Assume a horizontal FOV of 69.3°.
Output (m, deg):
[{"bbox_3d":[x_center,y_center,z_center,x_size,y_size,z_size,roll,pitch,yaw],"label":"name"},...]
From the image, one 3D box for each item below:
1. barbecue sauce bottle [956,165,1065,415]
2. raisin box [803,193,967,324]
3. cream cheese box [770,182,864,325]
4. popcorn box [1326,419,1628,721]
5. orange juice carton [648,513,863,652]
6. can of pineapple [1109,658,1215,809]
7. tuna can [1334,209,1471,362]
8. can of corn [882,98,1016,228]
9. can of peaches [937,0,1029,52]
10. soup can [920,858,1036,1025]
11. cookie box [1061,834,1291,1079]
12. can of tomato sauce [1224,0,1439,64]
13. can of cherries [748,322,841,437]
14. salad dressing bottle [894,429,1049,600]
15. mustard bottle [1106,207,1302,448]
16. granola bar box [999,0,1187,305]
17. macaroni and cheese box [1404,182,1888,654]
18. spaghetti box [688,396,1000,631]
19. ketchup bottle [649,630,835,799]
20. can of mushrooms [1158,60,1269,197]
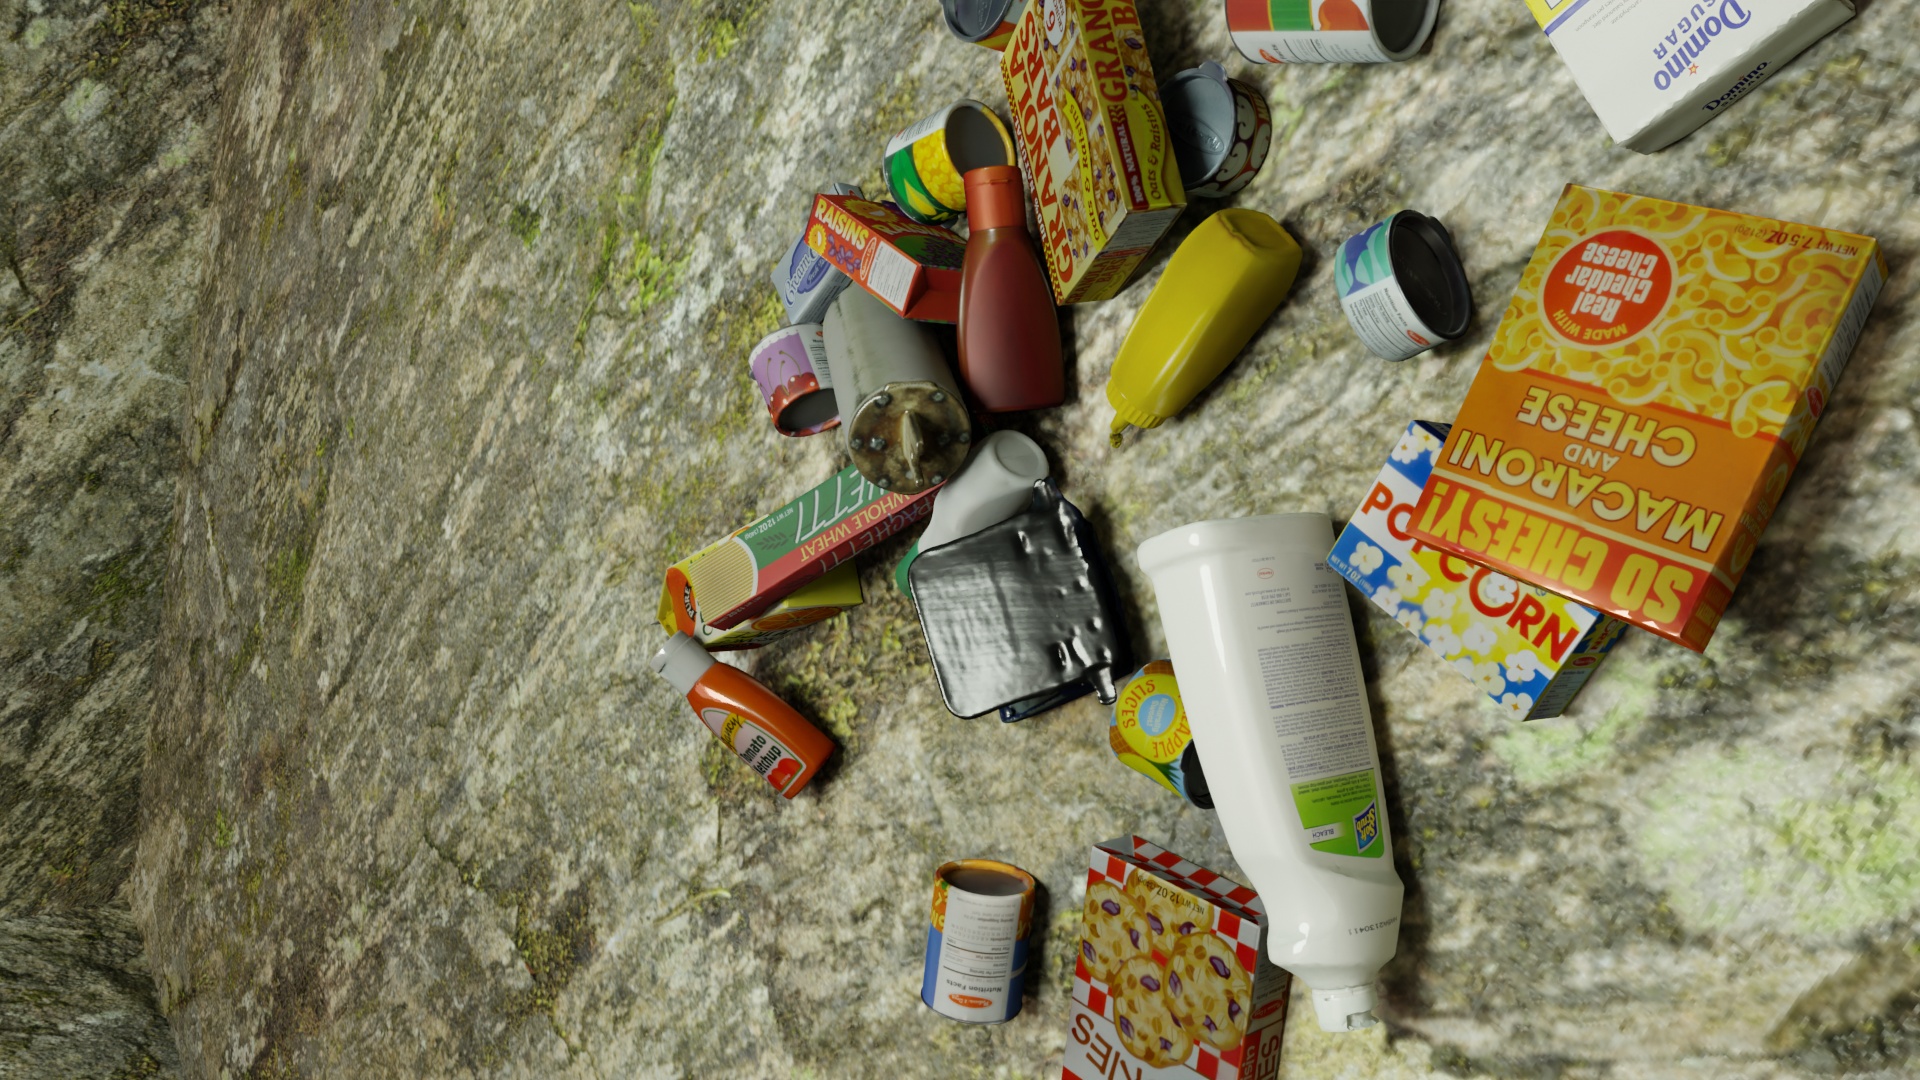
[{"bbox_3d":[0.027,-0.153,0.856,0.043,0.065,0.148,-161,65,-81],"label":"barbecue sauce bottle"},{"bbox_3d":[-0.035,-0.186,0.917,0.124,0.086,0.040,42,122,39],"label":"raisin box"},{"bbox_3d":[-0.101,-0.210,1.036,0.103,0.024,0.053,-45,58,38],"label":"cream cheese box"},{"bbox_3d":[0.244,0.012,0.648,0.127,0.038,0.085,46,122,37],"label":"popcorn box"},{"bbox_3d":[-0.165,0.040,1.076,0.192,0.072,0.073,-24,73,45],"label":"orange juice carton"},{"bbox_3d":[0.123,0.104,0.761,0.058,0.071,0.070,25,109,45],"label":"can of pineapple"},{"bbox_3d":[0.211,-0.123,0.663,0.032,0.071,0.071,-23,74,47],"label":"tuna can"},{"bbox_3d":[-0.005,-0.242,0.900,0.058,0.071,0.071,-13,82,47],"label":"can of corn"},{"bbox_3d":[0.030,-0.338,0.863,0.071,0.058,0.071,3,93,48],"label":"can of peaches"},{"bbox_3d":[0.012,0.255,0.892,0.071,0.071,0.083,15,101,47],"label":"soup can"},{"bbox_3d":[0.120,0.270,0.789,0.123,0.040,0.167,16,102,46],"label":"cookie box"},{"bbox_3d":[0.184,-0.273,0.687,0.083,0.071,0.071,19,105,45],"label":"can of tomato sauce"},{"bbox_3d":[-0.117,-0.116,1.023,0.071,0.071,0.058,-44,61,39],"label":"can of cherries"},{"bbox_3d":[0.003,-0.011,0.900,0.044,0.064,0.147,60,139,20],"label":"salad dressing bottle"},{"bbox_3d":[0.120,-0.109,0.765,0.049,0.065,0.159,57,133,25],"label":"mustard bottle"},{"bbox_3d":[0.073,-0.236,0.797,0.124,0.039,0.166,133,127,-70],"label":"granola bar box"},{"bbox_3d":[0.278,-0.054,0.574,0.124,0.040,0.166,27,94,42],"label":"macaroni and cheese box"},{"bbox_3d":[-0.079,-0.016,0.946,0.249,0.028,0.050,-30,67,20],"label":"spaghetti box"},{"bbox_3d":[-0.166,0.128,1.047,0.149,0.044,0.064,41,133,0],"label":"ketchup bottle"},{"bbox_3d":[0.136,-0.226,0.766,0.071,0.033,0.071,1,92,49],"label":"can of mushrooms"}]
